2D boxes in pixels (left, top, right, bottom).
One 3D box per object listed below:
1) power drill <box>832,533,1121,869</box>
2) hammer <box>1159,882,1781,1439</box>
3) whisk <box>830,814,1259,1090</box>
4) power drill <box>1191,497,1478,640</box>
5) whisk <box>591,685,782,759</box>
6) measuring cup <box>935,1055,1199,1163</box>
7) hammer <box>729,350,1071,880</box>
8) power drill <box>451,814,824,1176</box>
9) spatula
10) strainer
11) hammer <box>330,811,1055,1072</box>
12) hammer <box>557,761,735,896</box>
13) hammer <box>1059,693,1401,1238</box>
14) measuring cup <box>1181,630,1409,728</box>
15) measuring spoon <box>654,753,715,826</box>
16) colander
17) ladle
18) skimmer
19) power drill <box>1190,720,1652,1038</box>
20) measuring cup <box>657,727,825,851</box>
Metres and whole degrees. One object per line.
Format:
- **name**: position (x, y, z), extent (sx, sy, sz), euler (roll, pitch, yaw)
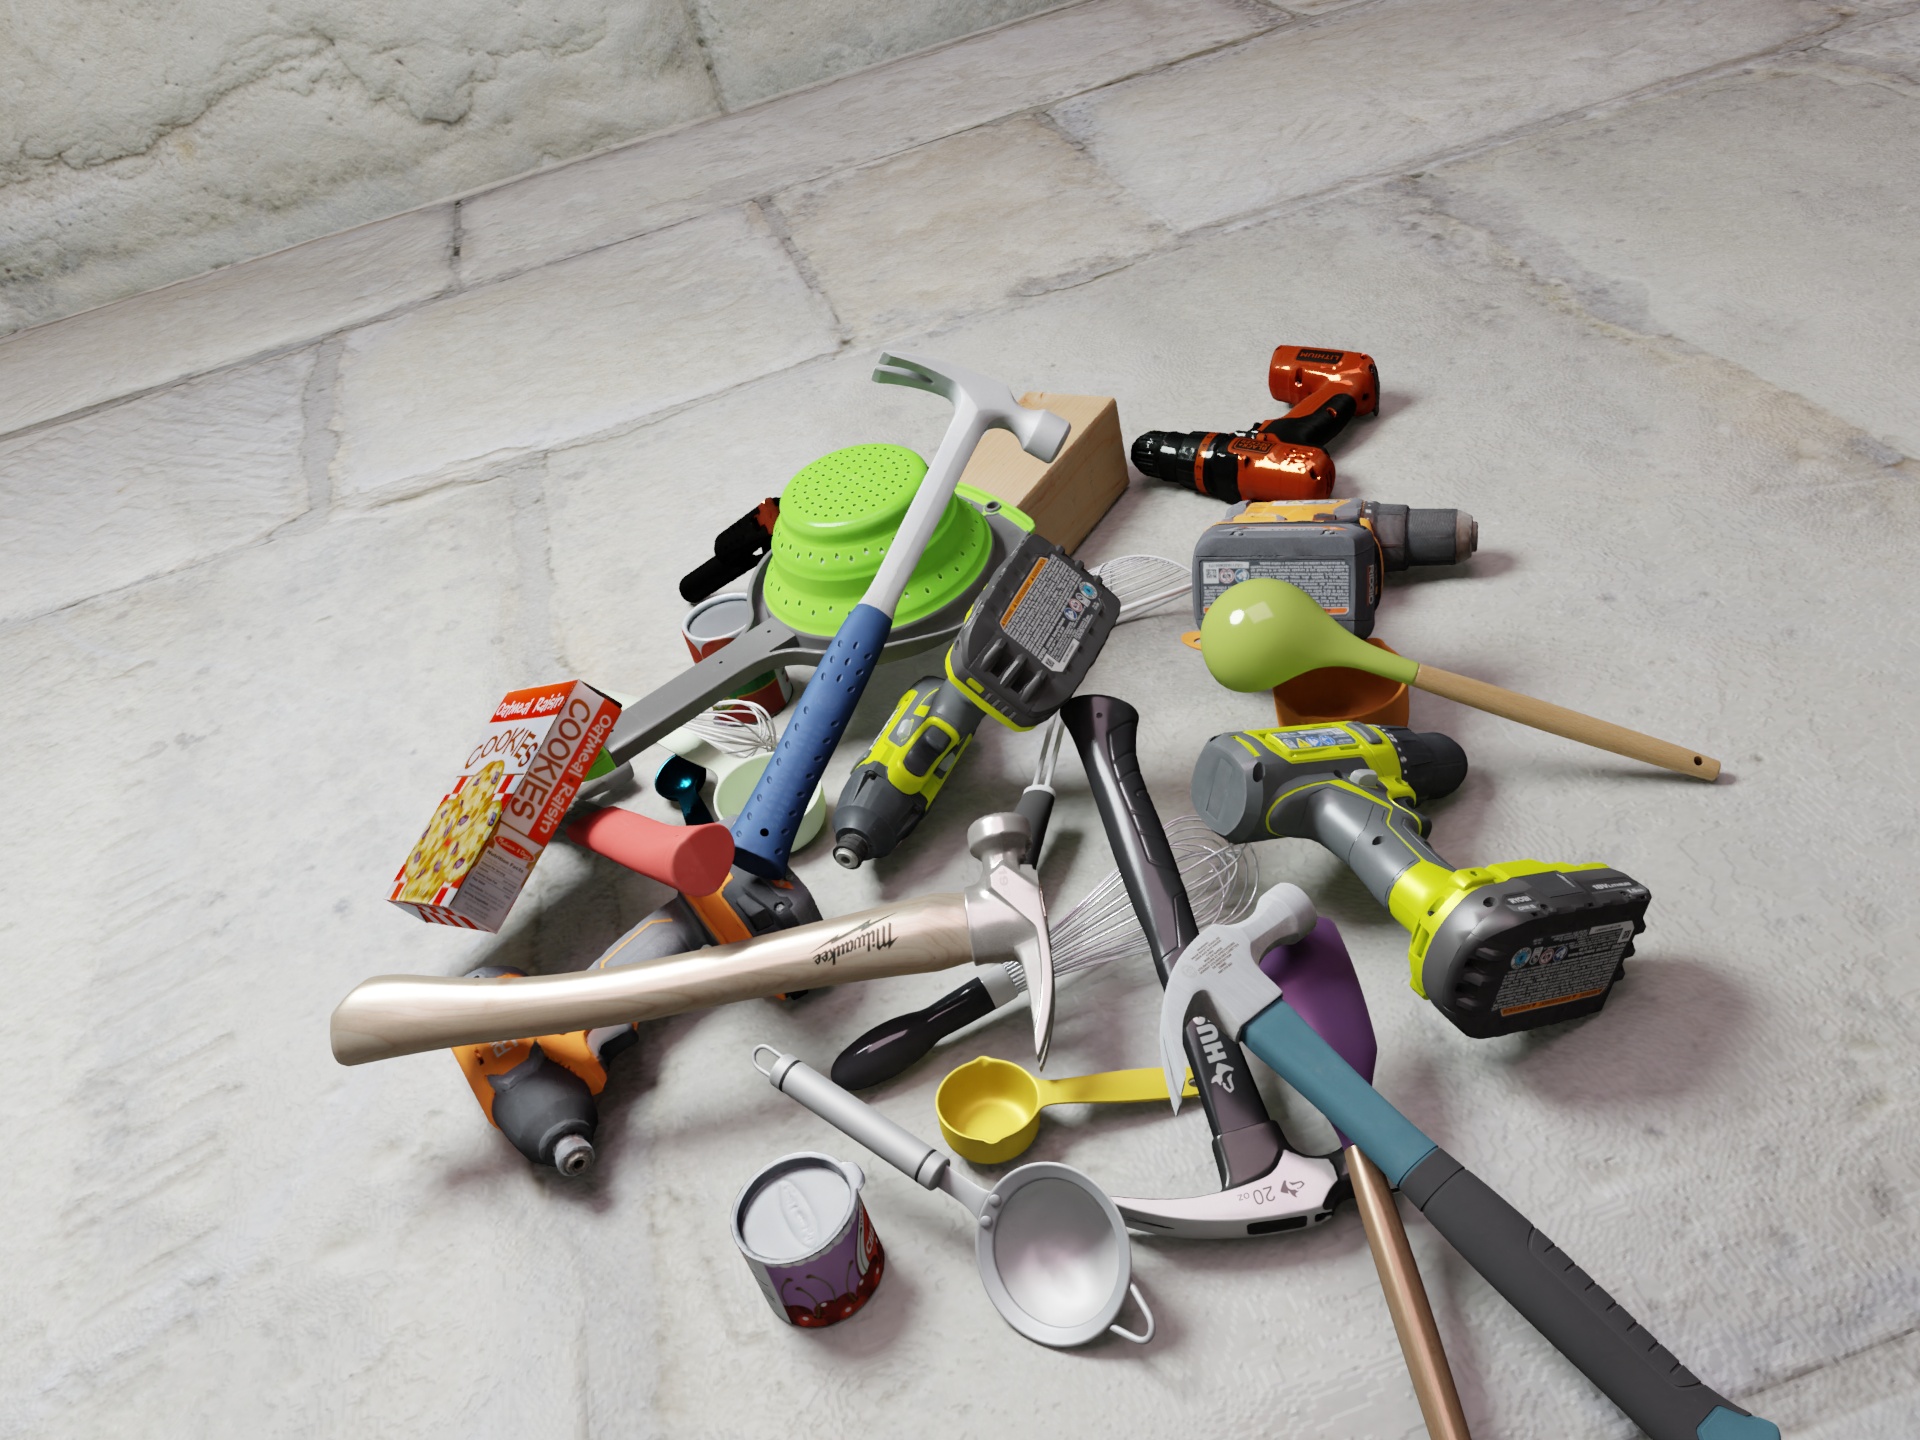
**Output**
- **power drill**: position (-0.002, -0.003, 1.031), extent (0.080, 0.223, 0.171), euler (37, 45, -5)
- **hammer**: position (0.219, 0.211, 0.719), extent (0.128, 0.033, 0.331), euler (-30, 54, -25)
- **whisk**: position (0.049, 0.139, 0.936), extent (0.284, 0.070, 0.070), euler (-28, 37, -8)
- **power drill**: position (0.266, -0.115, 1.125), extent (0.185, 0.084, 0.226), euler (2, 16, 20)
- **whisk**: position (-0.232, -0.001, 1.241), extent (0.246, 0.058, 0.059), euler (12, 10, 37)
- **measuring cup**: position (0.065, 0.210, 0.867), extent (0.156, 0.029, 0.062), euler (-4, 35, -3)
- **hammer**: position (-0.058, -0.080, 1.043), extent (0.144, 0.035, 0.406), euler (27, 61, -5)
- **power drill**: position (-0.191, 0.170, 0.967), extent (0.226, 0.084, 0.164), euler (-33, 41, -16)
- **spatula**: position (0.192, 0.224, 0.743), extent (0.060, 0.018, 0.316), euler (-8, 49, -3)
- **strainer**: position (-0.006, 0.231, 0.805), extent (0.259, 0.087, 0.050), euler (27, 8, 24)
- **hammer**: position (-0.152, 0.155, 0.897), extent (0.410, 0.038, 0.146), euler (-10, 60, 2)
- **hammer**: position (-0.236, 0.077, 1.034), extent (0.149, 0.036, 0.359), euler (-34, 18, -22)
- **hammer**: position (0.111, 0.120, 0.873), extent (0.146, 0.035, 0.335), euler (-16, 54, -1)
- **measuring cup**: position (0.224, -0.020, 1.082), extent (0.174, 0.052, 0.095), euler (20, 50, 42)
- **measuring spoon**: position (-0.188, 0.071, 1.151), extent (0.042, 0.021, 0.129), euler (-34, 46, 2)
- **colander**: position (-0.131, -0.093, 1.134), extent (0.397, 0.094, 0.205), euler (-35, 43, -20)
- **ladle**: position (0.305, -0.016, 0.990), extent (0.320, 0.062, 0.078), euler (19, 72, 7)
- **skimmer**: position (0.086, 0.019, 1.092), extent (0.127, 0.090, 0.364), euler (-22, 38, 41)
- **power drill**: position (0.266, 0.071, 0.898), extent (0.190, 0.080, 0.229), euler (-4, 30, -29)
- **measuring cup**: position (-0.165, 0.045, 1.139), extent (0.168, 0.038, 0.083), euler (26, 55, 34)
